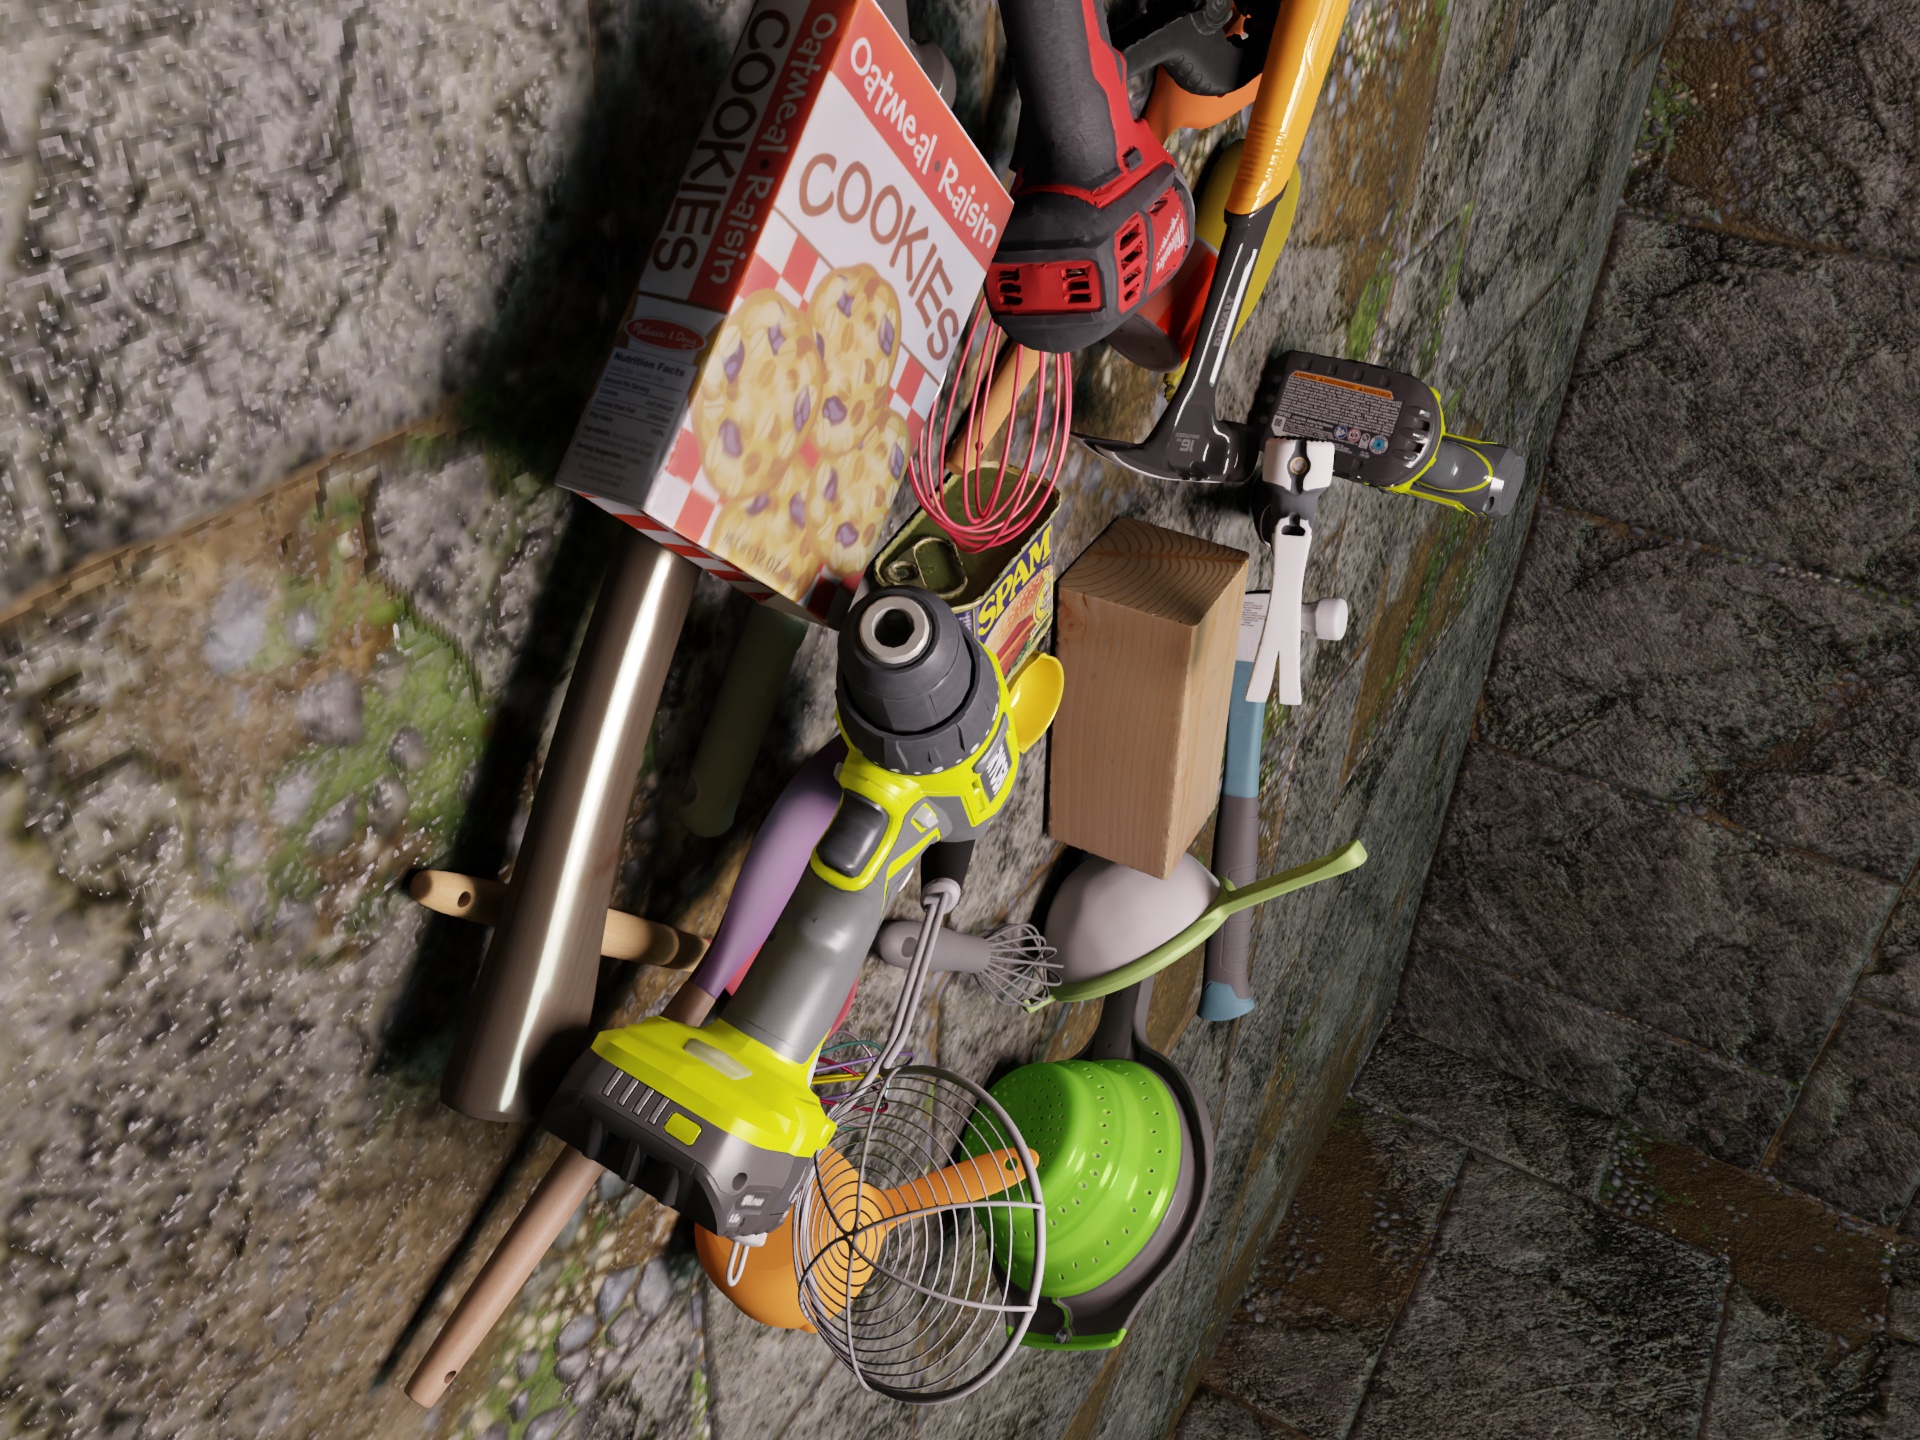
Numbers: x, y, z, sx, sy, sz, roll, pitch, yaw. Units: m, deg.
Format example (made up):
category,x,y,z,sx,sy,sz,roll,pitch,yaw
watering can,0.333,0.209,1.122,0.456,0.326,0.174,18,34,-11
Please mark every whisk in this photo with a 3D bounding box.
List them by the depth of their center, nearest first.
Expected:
category,x,y,z,sx,sy,sz,roll,pitch,yaw
whisk,-0.062,-0.066,0.637,0.059,0.058,0.246,16,100,-32
whisk,0.028,-0.219,0.694,0.073,0.073,0.296,-10,113,-64
whisk,-0.093,0.181,0.784,0.244,0.047,0.051,19,93,-62
whisk,0.006,0.144,0.964,0.238,0.055,0.055,26,85,-62

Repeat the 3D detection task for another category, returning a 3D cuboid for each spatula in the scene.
category,x,y,z,sx,sy,sz,roll,pitch,yaw
spatula,-0.121,0.130,0.645,0.316,0.018,0.059,-56,146,-18
spatula,0.081,-0.252,0.798,0.080,0.041,0.323,47,66,-43

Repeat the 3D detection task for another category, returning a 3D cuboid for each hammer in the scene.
category,x,y,z,sx,sy,sz,roll,pitch,yaw
hammer,-0.103,-0.065,0.532,0.146,0.038,0.410,18,89,-65
hammer,0.147,-0.281,0.779,0.127,0.034,0.336,-4,118,-45
hammer,0.207,-0.120,1.037,0.409,0.036,0.149,-54,148,-74
hammer,0.206,0.067,1.174,0.033,0.128,0.331,-21,116,-59

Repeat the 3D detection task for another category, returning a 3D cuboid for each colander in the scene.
category,x,y,z,sx,sy,sz,roll,pitch,yaw
colander,0.087,0.240,1.153,0.094,0.204,0.397,39,52,-31

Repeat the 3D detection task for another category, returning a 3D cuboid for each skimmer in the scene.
category,x,y,z,sx,sy,sz,roll,pitch,yaw
skimmer,-0.001,0.138,0.748,0.127,0.090,0.363,-37,-162,26

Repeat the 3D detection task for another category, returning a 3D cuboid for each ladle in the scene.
category,x,y,z,sx,sy,sz,roll,pitch,yaw
ladle,-0.122,0.096,0.662,0.315,0.031,0.069,37,70,-64

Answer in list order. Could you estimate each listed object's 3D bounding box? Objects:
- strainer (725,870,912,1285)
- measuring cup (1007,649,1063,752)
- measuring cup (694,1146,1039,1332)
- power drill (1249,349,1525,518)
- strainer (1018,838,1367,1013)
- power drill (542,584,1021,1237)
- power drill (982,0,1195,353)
category,x,y,z,sx,sy,sz,roll,pitch,yaw
strainer,-0.064,0.125,0.721,0.086,0.050,0.258,69,35,-70
measuring cup,-0.001,-0.003,0.858,0.156,0.029,0.062,-19,127,-46
measuring cup,-0.048,0.235,0.784,0.052,0.173,0.095,67,5,-54
power drill,0.315,-0.212,1.207,0.223,0.171,0.080,5,105,-57
strainer,0.148,0.108,1.068,0.069,0.256,0.151,59,37,-5
power drill,-0.052,0.065,0.582,0.228,0.080,0.190,-60,168,-12
power drill,0.047,-0.264,0.599,0.143,0.078,0.219,-50,138,-49
